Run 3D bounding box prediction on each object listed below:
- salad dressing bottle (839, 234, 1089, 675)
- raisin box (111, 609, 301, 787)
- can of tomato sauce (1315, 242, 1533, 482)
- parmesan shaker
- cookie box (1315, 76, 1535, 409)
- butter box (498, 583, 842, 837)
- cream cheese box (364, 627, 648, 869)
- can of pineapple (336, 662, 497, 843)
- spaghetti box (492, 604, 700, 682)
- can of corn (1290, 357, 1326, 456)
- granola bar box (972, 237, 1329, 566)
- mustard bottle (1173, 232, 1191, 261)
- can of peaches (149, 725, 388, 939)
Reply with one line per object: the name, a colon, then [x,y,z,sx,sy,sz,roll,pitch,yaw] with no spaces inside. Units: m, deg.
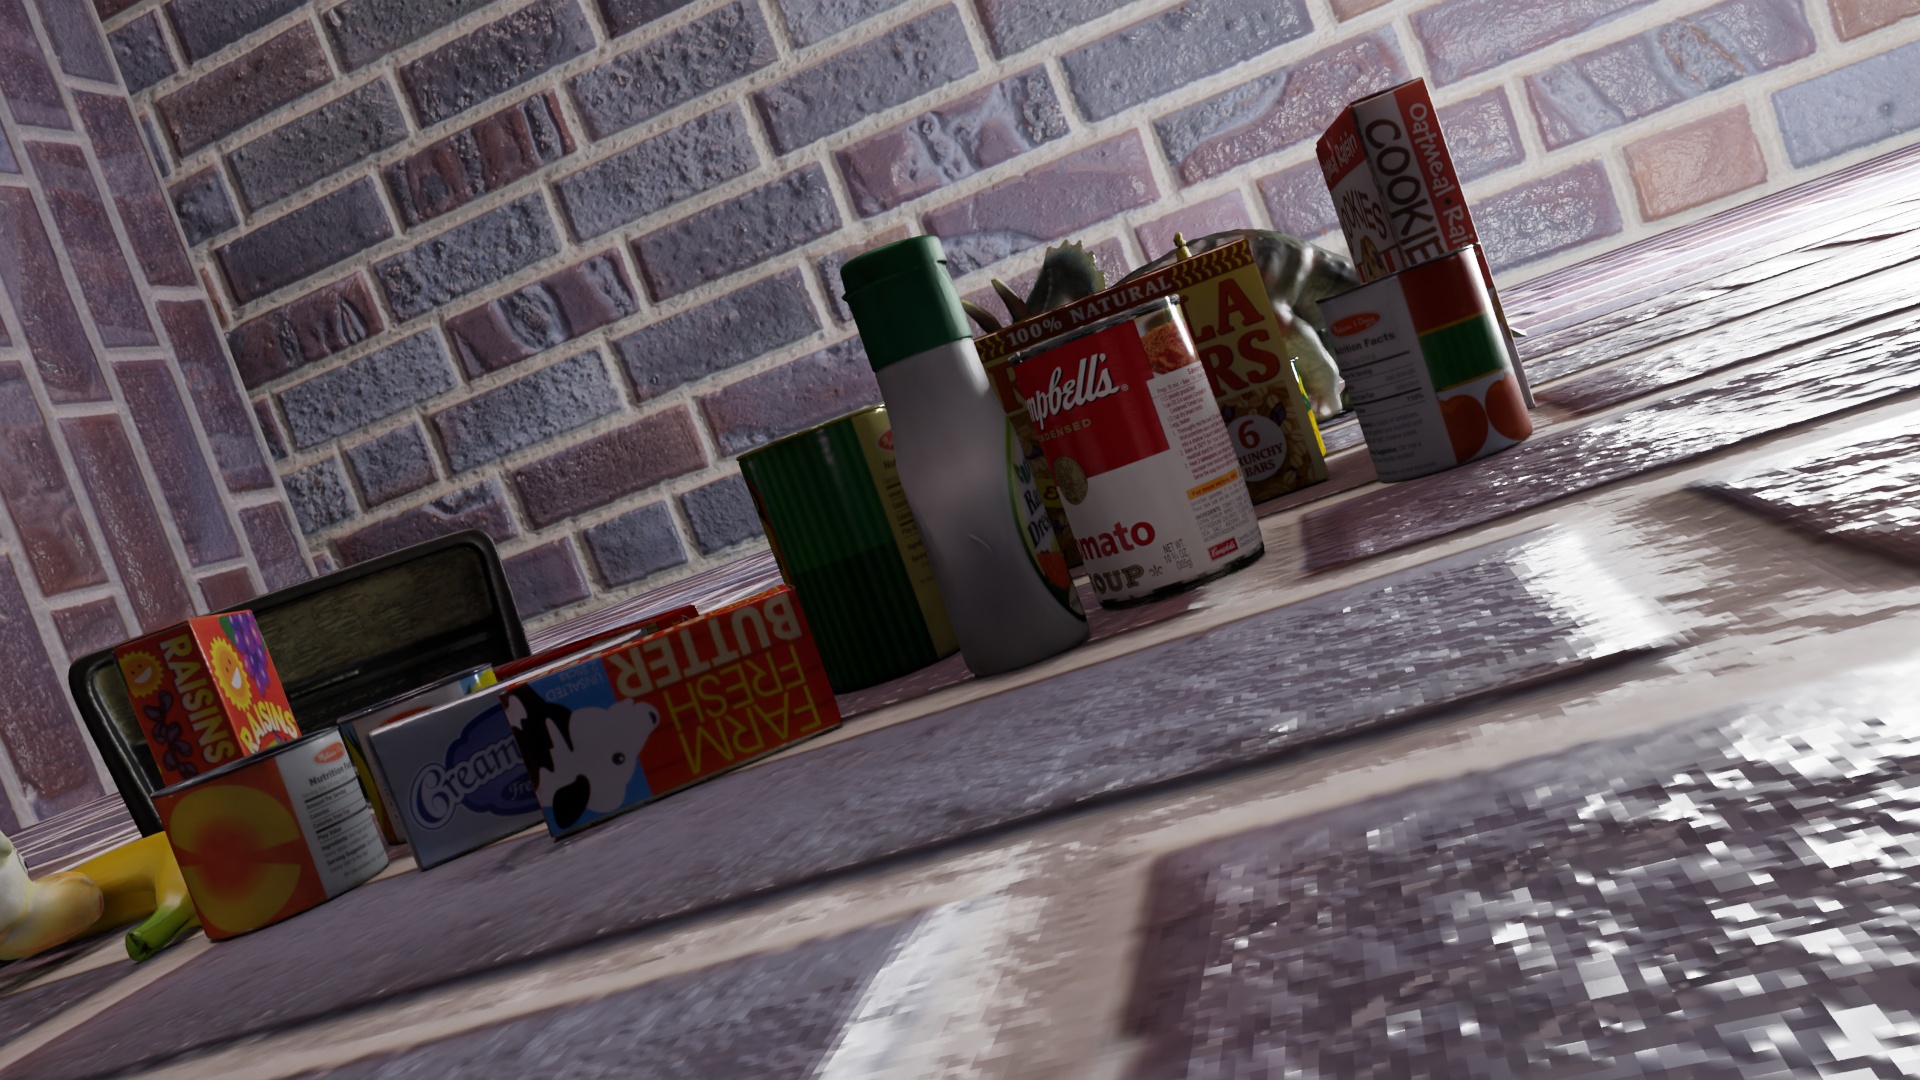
salad dressing bottle: [0.000,-0.029,0.477,0.044,0.147,0.064,-19,3,12]
raisin box: [-0.358,0.099,0.681,0.040,0.123,0.086,-20,3,-7]
can of tomato sauce: [0.197,-0.074,0.586,0.071,0.083,0.071,-20,4,1]
parmesan shaker: [-0.043,0.004,0.564,0.071,0.103,0.071,-20,3,1]
cookie box: [0.234,-0.142,0.718,0.040,0.167,0.123,-20,3,8]
butter box: [-0.097,0.056,0.473,0.104,0.053,0.024,-21,3,-12]
cream cheese box: [-0.157,0.075,0.512,0.104,0.053,0.024,-21,4,-17]
can of pineapple: [-0.226,0.091,0.603,0.071,0.058,0.071,-20,4,1]
spaghetti box: [-0.217,0.085,0.711,0.249,0.050,0.029,-17,4,36]
can of corn: [0.170,-0.066,0.794,0.071,0.058,0.071,-20,4,1]
granola bar box: [0.083,-0.063,0.694,0.165,0.124,0.039,-19,3,9]
mustard bottle: [0.173,-0.132,0.940,0.065,0.160,0.048,-22,4,-31]
can of peaches: [-0.259,0.109,0.521,0.071,0.058,0.071,-20,4,1]
